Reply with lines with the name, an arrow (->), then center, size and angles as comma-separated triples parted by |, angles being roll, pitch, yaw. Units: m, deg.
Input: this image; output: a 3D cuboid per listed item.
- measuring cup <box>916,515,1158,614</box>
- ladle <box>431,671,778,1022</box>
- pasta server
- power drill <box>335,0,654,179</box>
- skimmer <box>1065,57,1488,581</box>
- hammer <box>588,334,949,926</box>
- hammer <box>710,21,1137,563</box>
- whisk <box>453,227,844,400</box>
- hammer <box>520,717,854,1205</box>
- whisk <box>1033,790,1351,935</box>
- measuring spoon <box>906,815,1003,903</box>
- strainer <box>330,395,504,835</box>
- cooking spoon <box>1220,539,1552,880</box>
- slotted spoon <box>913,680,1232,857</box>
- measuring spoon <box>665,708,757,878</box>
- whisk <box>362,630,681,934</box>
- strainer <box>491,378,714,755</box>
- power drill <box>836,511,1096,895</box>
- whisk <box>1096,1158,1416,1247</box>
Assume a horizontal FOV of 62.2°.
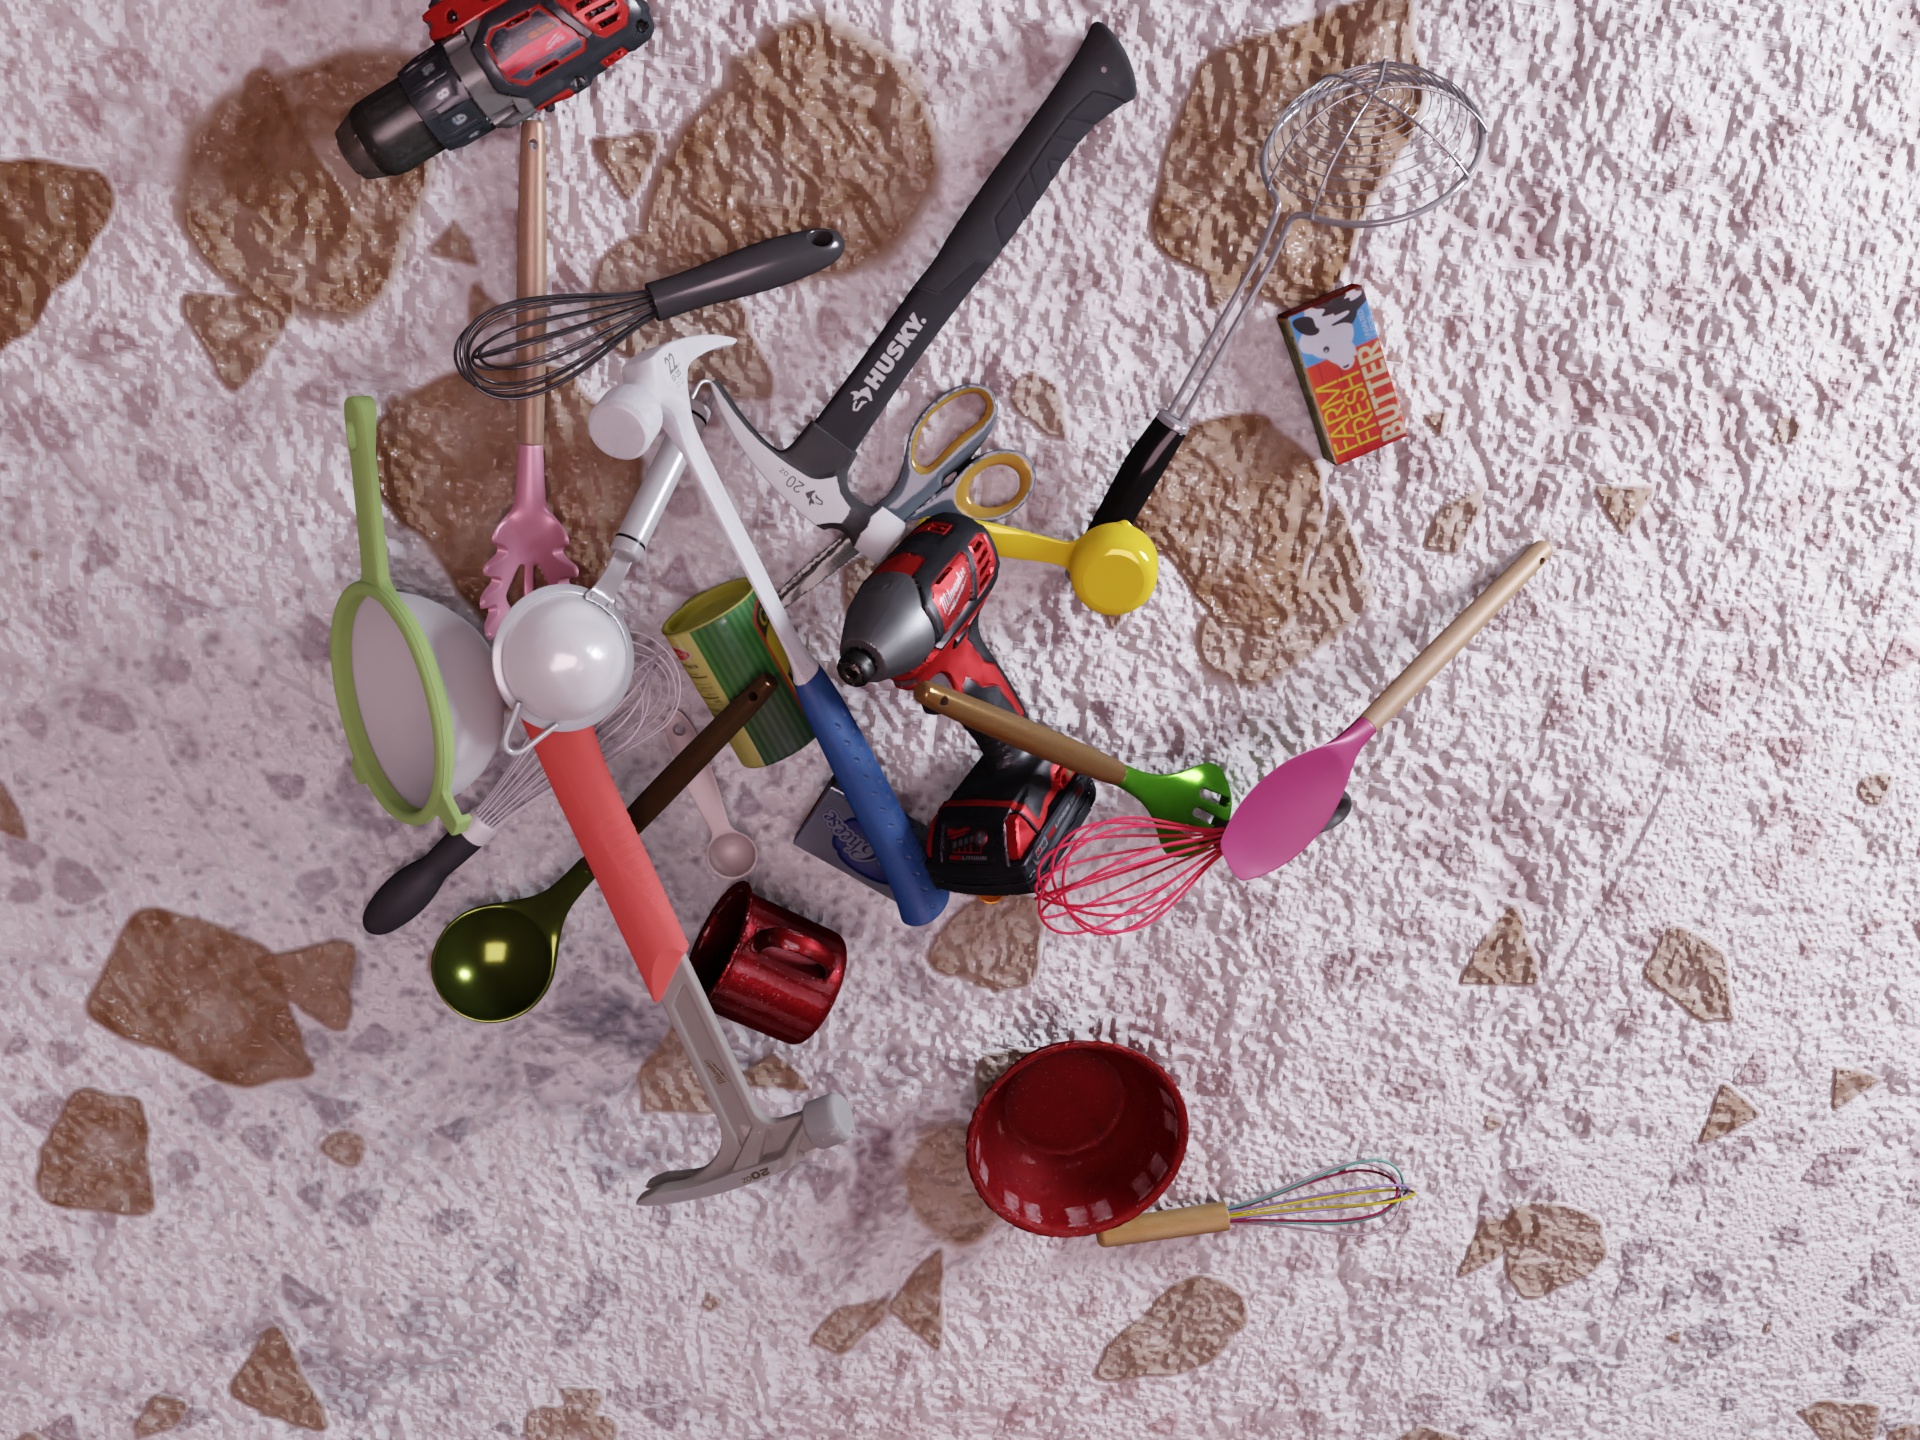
measuring cup -> 0.049, -0.103, 1.000 | 0.156, 0.029, 0.062 | 11, 122, -4
ladle -> -0.224, 0.081, 1.006 | 0.078, 0.062, 0.320 | 45, 112, -3
pasta server -> -0.257, -0.192, 0.952 | 0.060, 0.040, 0.316 | 0, 108, -18
power drill -> -0.298, -0.422, 0.850 | 0.188, 0.080, 0.226 | -30, 113, 4
skimmer -> 0.180, -0.233, 0.982 | 0.090, 0.127, 0.363 | 1, 127, -46
hammer -> -0.095, -0.041, 0.956 | 0.035, 0.144, 0.405 | -13, 122, 20
hammer -> -0.011, -0.269, 0.954 | 0.146, 0.035, 0.335 | 36, 99, -9
whisk -> -0.177, -0.242, 0.925 | 0.239, 0.055, 0.055 | -23, 111, -13
hammer -> -0.202, 0.127, 0.981 | 0.149, 0.037, 0.359 | -21, 100, 12
whisk -> 0.158, 0.081, 1.028 | 0.295, 0.073, 0.073 | -12, 114, -38
measuring spoon -> -0.017, 0.090, 1.096 | 0.117, 0.011, 0.021 | 36, 108, -13
strainer -> -0.323, -0.067, 0.957 | 0.069, 0.152, 0.256 | -15, 111, -40
cooking spoon -> 0.282, -0.014, 1.037 | 0.319, 0.017, 0.068 | -42, 123, -14
slotted spoon -> 0.082, 0.029, 0.998 | 0.313, 0.031, 0.070 | 23, 93, -43
measuring spoon -> -0.168, 0.048, 1.060 | 0.034, 0.018, 0.124 | -20, 103, 2
whisk -> -0.287, 0.048, 1.022 | 0.284, 0.070, 0.070 | -42, 109, 13
strainer -> -0.200, -0.095, 0.935 | 0.086, 0.050, 0.258 | 34, 68, -34
power drill -> -0.002, -0.003, 0.984 | 0.078, 0.143, 0.219 | -2, 125, 35
whisk -> 0.224, 0.372, 1.206 | 0.245, 0.047, 0.051 | -8, 111, -1
